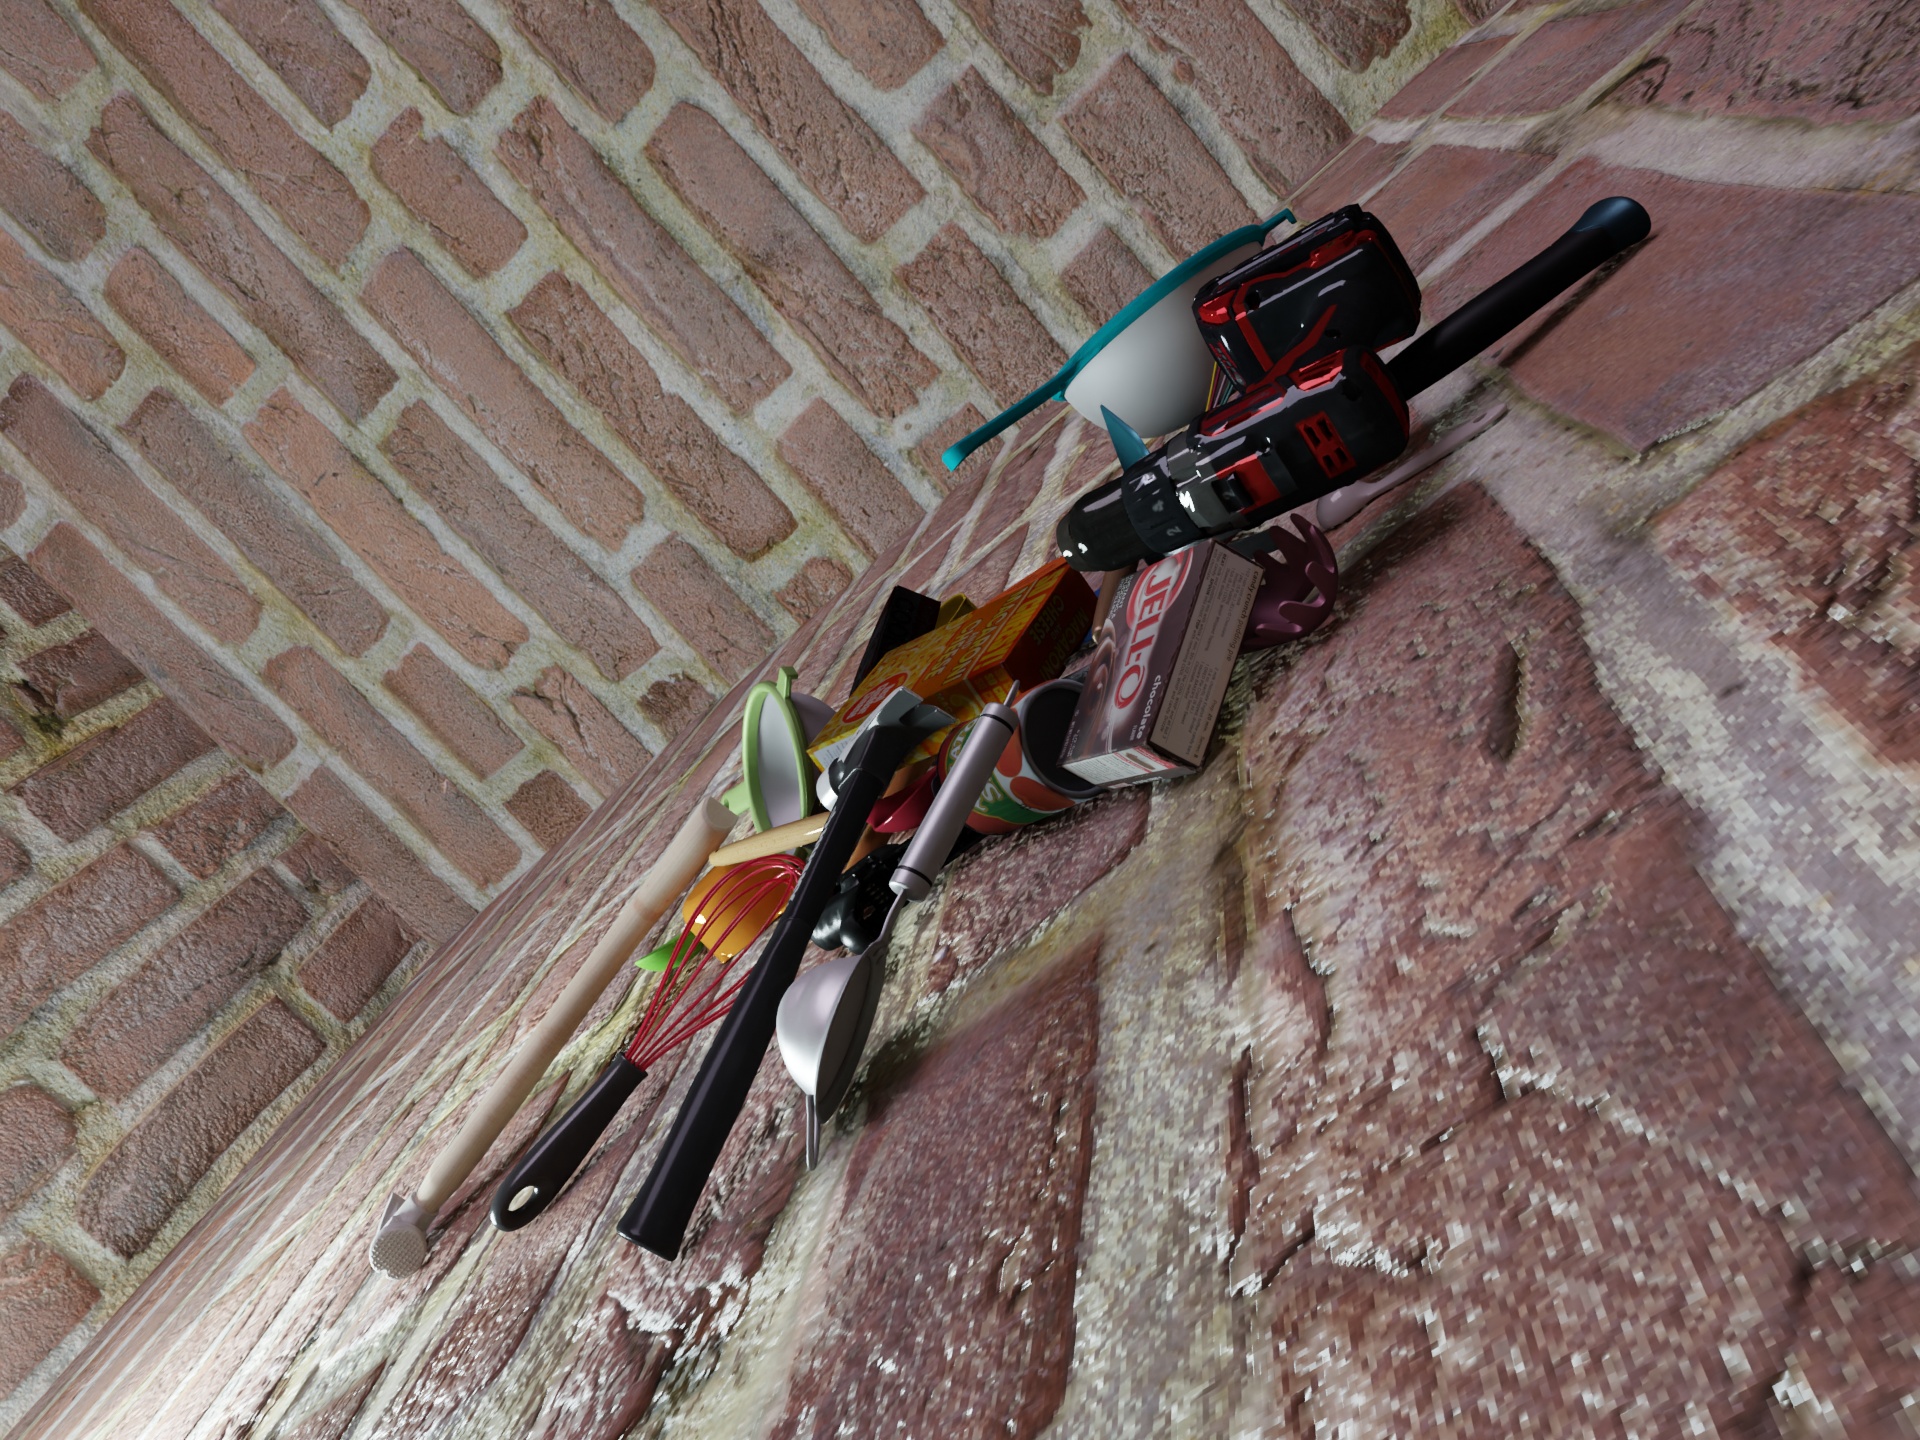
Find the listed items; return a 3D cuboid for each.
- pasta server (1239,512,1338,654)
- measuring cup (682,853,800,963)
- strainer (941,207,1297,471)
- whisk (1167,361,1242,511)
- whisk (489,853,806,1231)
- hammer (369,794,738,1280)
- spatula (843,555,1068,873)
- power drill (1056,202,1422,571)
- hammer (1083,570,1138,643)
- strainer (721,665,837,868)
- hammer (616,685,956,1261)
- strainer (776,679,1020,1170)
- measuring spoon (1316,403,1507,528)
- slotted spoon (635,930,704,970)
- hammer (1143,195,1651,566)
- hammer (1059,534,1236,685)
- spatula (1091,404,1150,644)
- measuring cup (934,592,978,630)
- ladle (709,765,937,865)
[{"bbox_3d":[0.100,-0.026,0.874,0.316,0.040,0.060,-31,40,54],"label":"pasta server"},{"bbox_3d":[-0.148,0.120,1.172,0.095,0.052,0.173,-51,11,-35],"label":"measuring cup"},{"bbox_3d":[0.135,-0.258,1.250,0.340,0.095,0.211,-37,0,-24],"label":"strainer"},{"bbox_3d":[0.191,-0.221,1.156,0.245,0.047,0.051,-65,13,-12],"label":"whisk"},{"bbox_3d":[-0.197,0.204,1.020,0.296,0.073,0.073,-50,12,-11],"label":"whisk"},{"bbox_3d":[-0.308,0.231,1.225,0.411,0.038,0.146,-54,11,-11],"label":"hammer"},{"bbox_3d":[-0.002,-0.003,1.083,0.081,0.041,0.323,-17,40,61],"label":"spatula"},{"bbox_3d":[0.152,-0.169,0.847,0.188,0.080,0.227,-23,26,34],"label":"power drill"},{"bbox_3d":[0.013,-0.031,1.222,0.144,0.035,0.405,-49,12,-30],"label":"hammer"},{"bbox_3d":[-0.139,0.050,1.313,0.069,0.151,0.256,-8,-8,-23],"label":"strainer"},{"bbox_3d":[-0.091,0.122,0.829,0.146,0.035,0.335,-46,16,51],"label":"hammer"},{"bbox_3d":[-0.029,0.084,0.753,0.258,0.050,0.086,-61,-15,-24],"label":"strainer"},{"bbox_3d":[0.241,-0.143,0.864,0.124,0.018,0.034,-32,15,43],"label":"measuring spoon"},{"bbox_3d":[-0.166,0.109,1.360,0.070,0.031,0.314,-30,15,50],"label":"slotted spoon"},{"bbox_3d":[0.240,-0.187,0.896,0.331,0.033,0.128,-36,20,2],"label":"hammer"},{"bbox_3d":[0.168,-0.131,1.042,0.149,0.036,0.359,-34,14,41],"label":"hammer"},{"bbox_3d":[0.102,-0.122,1.026,0.044,0.082,0.318,-15,25,21],"label":"spatula"},{"bbox_3d":[-0.014,-0.042,1.227,0.062,0.029,0.157,-38,23,30],"label":"measuring cup"},{"bbox_3d":[-0.092,0.070,1.058,0.315,0.031,0.069,-20,20,52],"label":"ladle"}]
